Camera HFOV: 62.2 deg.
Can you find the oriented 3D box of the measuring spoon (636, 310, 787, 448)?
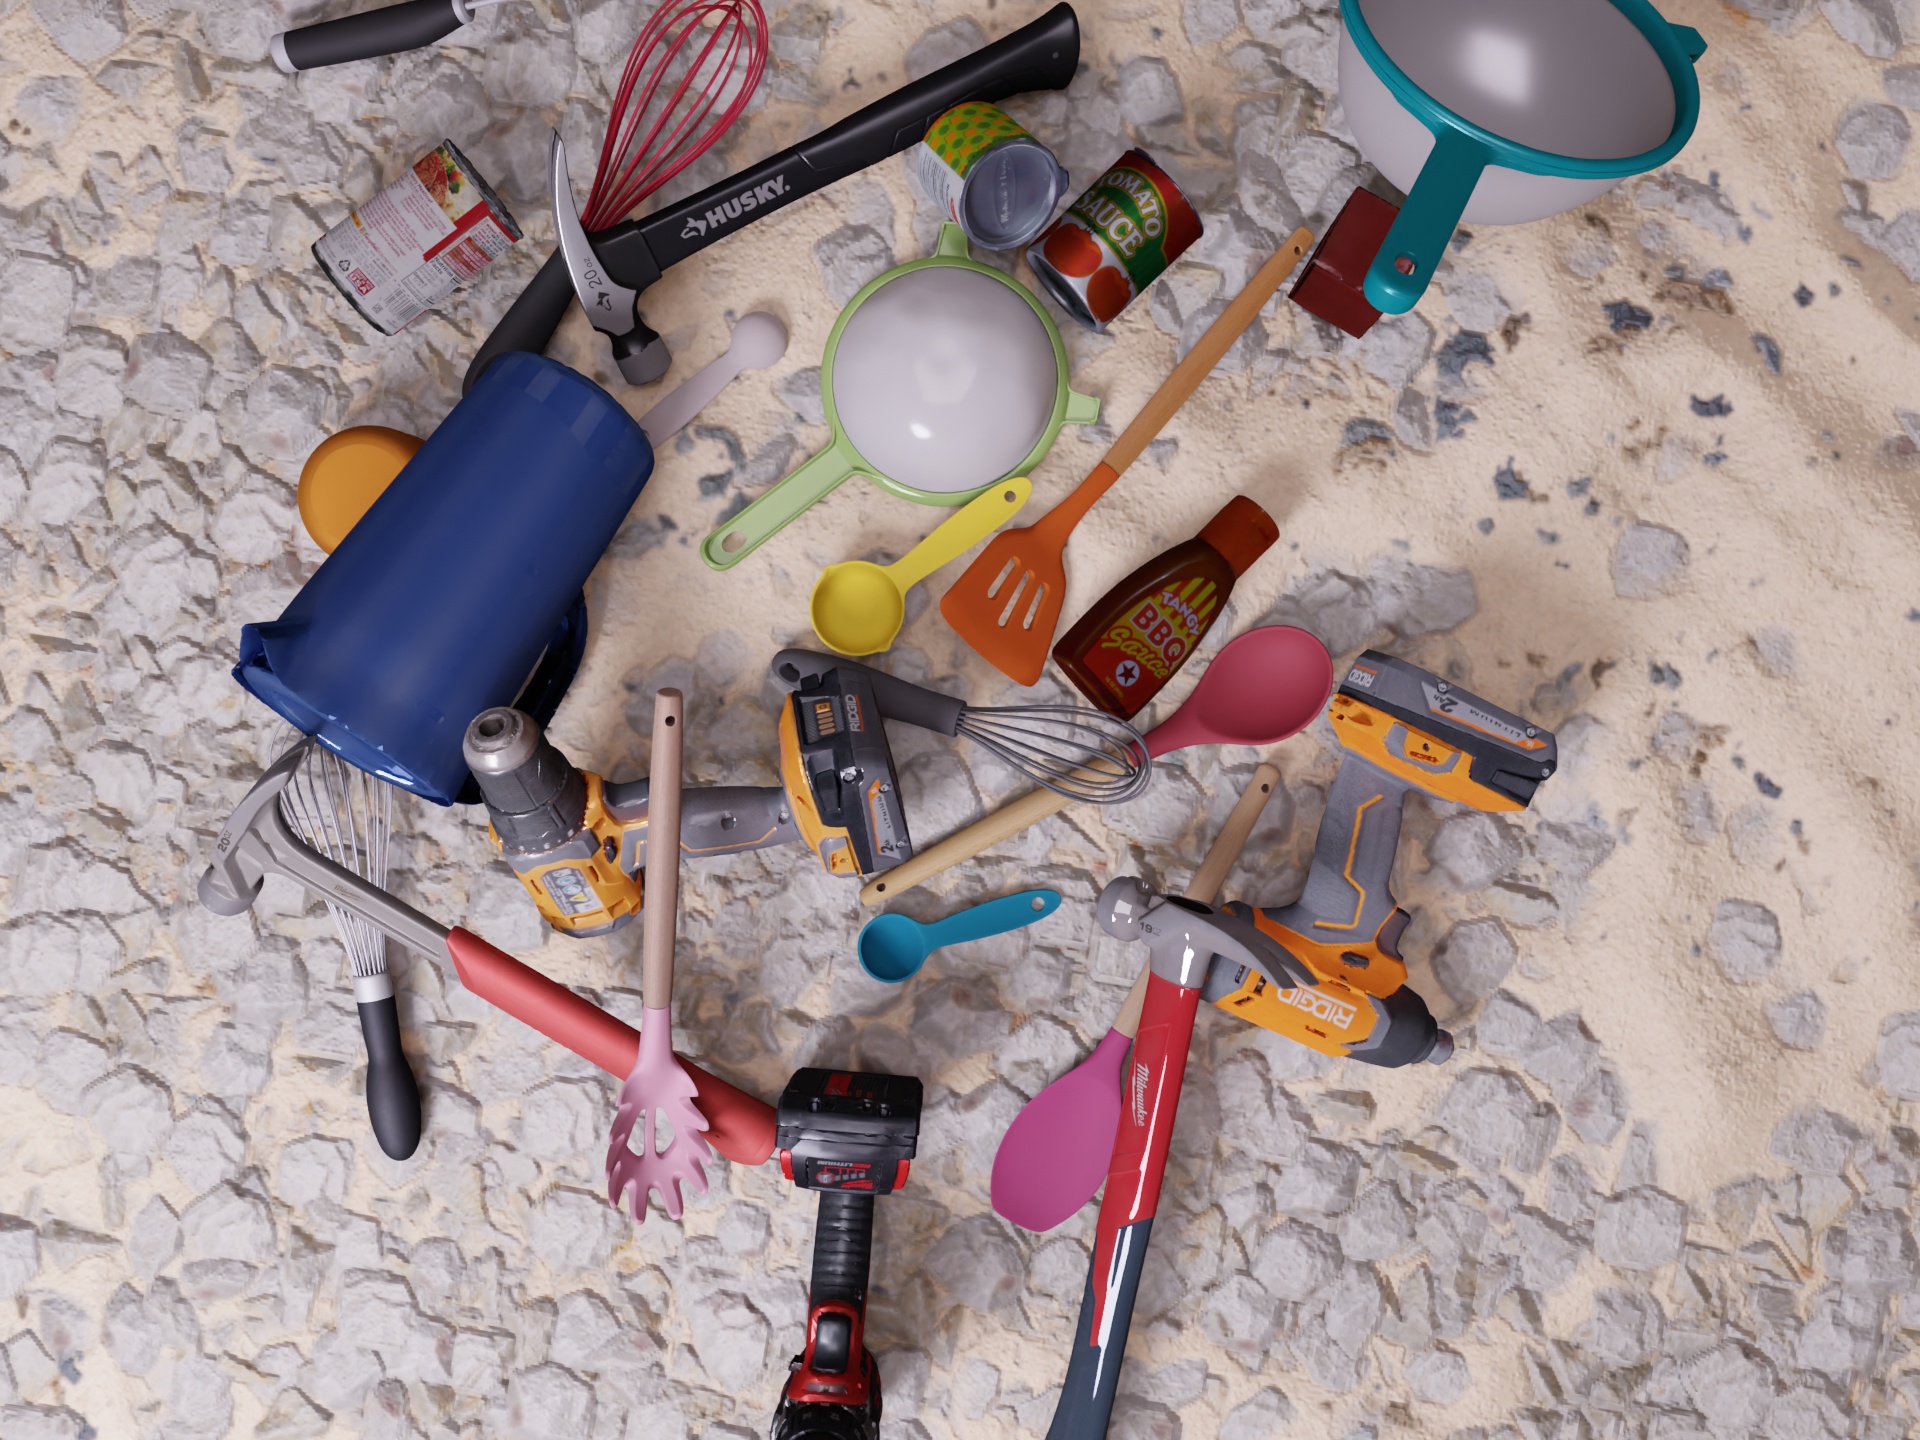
[{"bbox_3d":[-0.157,-0.202,0.960,0.124,0.018,0.034,-40,91,2],"label":"measuring spoon"}]

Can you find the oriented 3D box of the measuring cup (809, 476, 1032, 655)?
[{"bbox_3d":[-0.022,-0.096,0.958,0.156,0.029,0.062,-36,90,-1],"label":"measuring cup"}]

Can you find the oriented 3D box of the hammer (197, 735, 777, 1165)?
[{"bbox_3d":[-0.248,0.148,0.902,0.359,0.037,0.149,35,129,-16],"label":"hammer"}]

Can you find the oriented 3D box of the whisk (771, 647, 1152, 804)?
[{"bbox_3d":[-0.002,-0.004,0.938,0.239,0.055,0.055,17,91,12],"label":"whisk"}]

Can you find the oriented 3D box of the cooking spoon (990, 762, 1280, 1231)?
[{"bbox_3d":[0.111,0.167,0.964,0.068,0.017,0.319,29,92,-8],"label":"cooking spoon"}]

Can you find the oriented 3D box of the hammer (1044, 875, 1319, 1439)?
[{"bbox_3d":[0.105,0.294,0.911,0.038,0.143,0.386,2,102,-38],"label":"hammer"}]

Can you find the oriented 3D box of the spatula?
[{"bbox_3d":[0.109,-0.167,0.947,0.081,0.041,0.322,40,90,-24],"label":"spatula"}]

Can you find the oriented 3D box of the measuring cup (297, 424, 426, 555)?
[{"bbox_3d":[-0.349,-0.090,0.947,0.095,0.052,0.173,2,89,1],"label":"measuring cup"}]

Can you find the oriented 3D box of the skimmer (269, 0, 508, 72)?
[{"bbox_3d":[-0.240,-0.458,0.921,0.363,0.127,0.090,-9,108,9],"label":"skimmer"}]

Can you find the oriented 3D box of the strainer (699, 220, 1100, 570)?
[{"bbox_3d":[-0.052,-0.172,0.934,0.256,0.069,0.151,-37,91,0],"label":"strainer"}]

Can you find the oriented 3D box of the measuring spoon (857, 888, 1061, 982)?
[{"bbox_3d":[-0.001,0.125,0.969,0.128,0.021,0.042,-15,90,-8],"label":"measuring spoon"}]

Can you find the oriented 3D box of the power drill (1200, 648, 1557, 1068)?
[{"bbox_3d":[0.253,0.091,0.930,0.164,0.084,0.226,25,95,-9],"label":"power drill"}]

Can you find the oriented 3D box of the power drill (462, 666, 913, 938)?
[{"bbox_3d":[-0.152,0.038,0.889,0.226,0.185,0.084,-13,53,-1],"label":"power drill"}]

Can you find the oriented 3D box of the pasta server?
[{"bbox_3d":[-0.160,0.132,0.854,0.060,0.040,0.316,-2,115,-21],"label":"pasta server"}]

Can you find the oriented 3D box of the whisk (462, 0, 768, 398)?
[{"bbox_3d":[-0.210,-0.306,0.942,0.073,0.073,0.296,36,97,0],"label":"whisk"}]

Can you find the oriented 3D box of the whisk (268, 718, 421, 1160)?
[{"bbox_3d":[-0.356,0.127,0.954,0.070,0.070,0.284,-8,96,1],"label":"whisk"}]

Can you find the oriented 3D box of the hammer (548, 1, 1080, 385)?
[{"bbox_3d":[-0.080,-0.333,0.926,0.335,0.035,0.146,-28,127,-5],"label":"hammer"}]

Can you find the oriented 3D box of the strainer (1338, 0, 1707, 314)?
[{"bbox_3d":[0.268,-0.305,0.866,0.211,0.095,0.340,29,59,3],"label":"strainer"}]

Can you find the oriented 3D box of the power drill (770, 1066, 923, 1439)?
[{"bbox_3d":[-0.070,0.321,0.889,0.080,0.188,0.227,5,87,0],"label":"power drill"}]

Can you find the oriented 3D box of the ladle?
[{"bbox_3d":[0.079,0.035,0.958,0.315,0.031,0.069,-28,72,3],"label":"ladle"}]
